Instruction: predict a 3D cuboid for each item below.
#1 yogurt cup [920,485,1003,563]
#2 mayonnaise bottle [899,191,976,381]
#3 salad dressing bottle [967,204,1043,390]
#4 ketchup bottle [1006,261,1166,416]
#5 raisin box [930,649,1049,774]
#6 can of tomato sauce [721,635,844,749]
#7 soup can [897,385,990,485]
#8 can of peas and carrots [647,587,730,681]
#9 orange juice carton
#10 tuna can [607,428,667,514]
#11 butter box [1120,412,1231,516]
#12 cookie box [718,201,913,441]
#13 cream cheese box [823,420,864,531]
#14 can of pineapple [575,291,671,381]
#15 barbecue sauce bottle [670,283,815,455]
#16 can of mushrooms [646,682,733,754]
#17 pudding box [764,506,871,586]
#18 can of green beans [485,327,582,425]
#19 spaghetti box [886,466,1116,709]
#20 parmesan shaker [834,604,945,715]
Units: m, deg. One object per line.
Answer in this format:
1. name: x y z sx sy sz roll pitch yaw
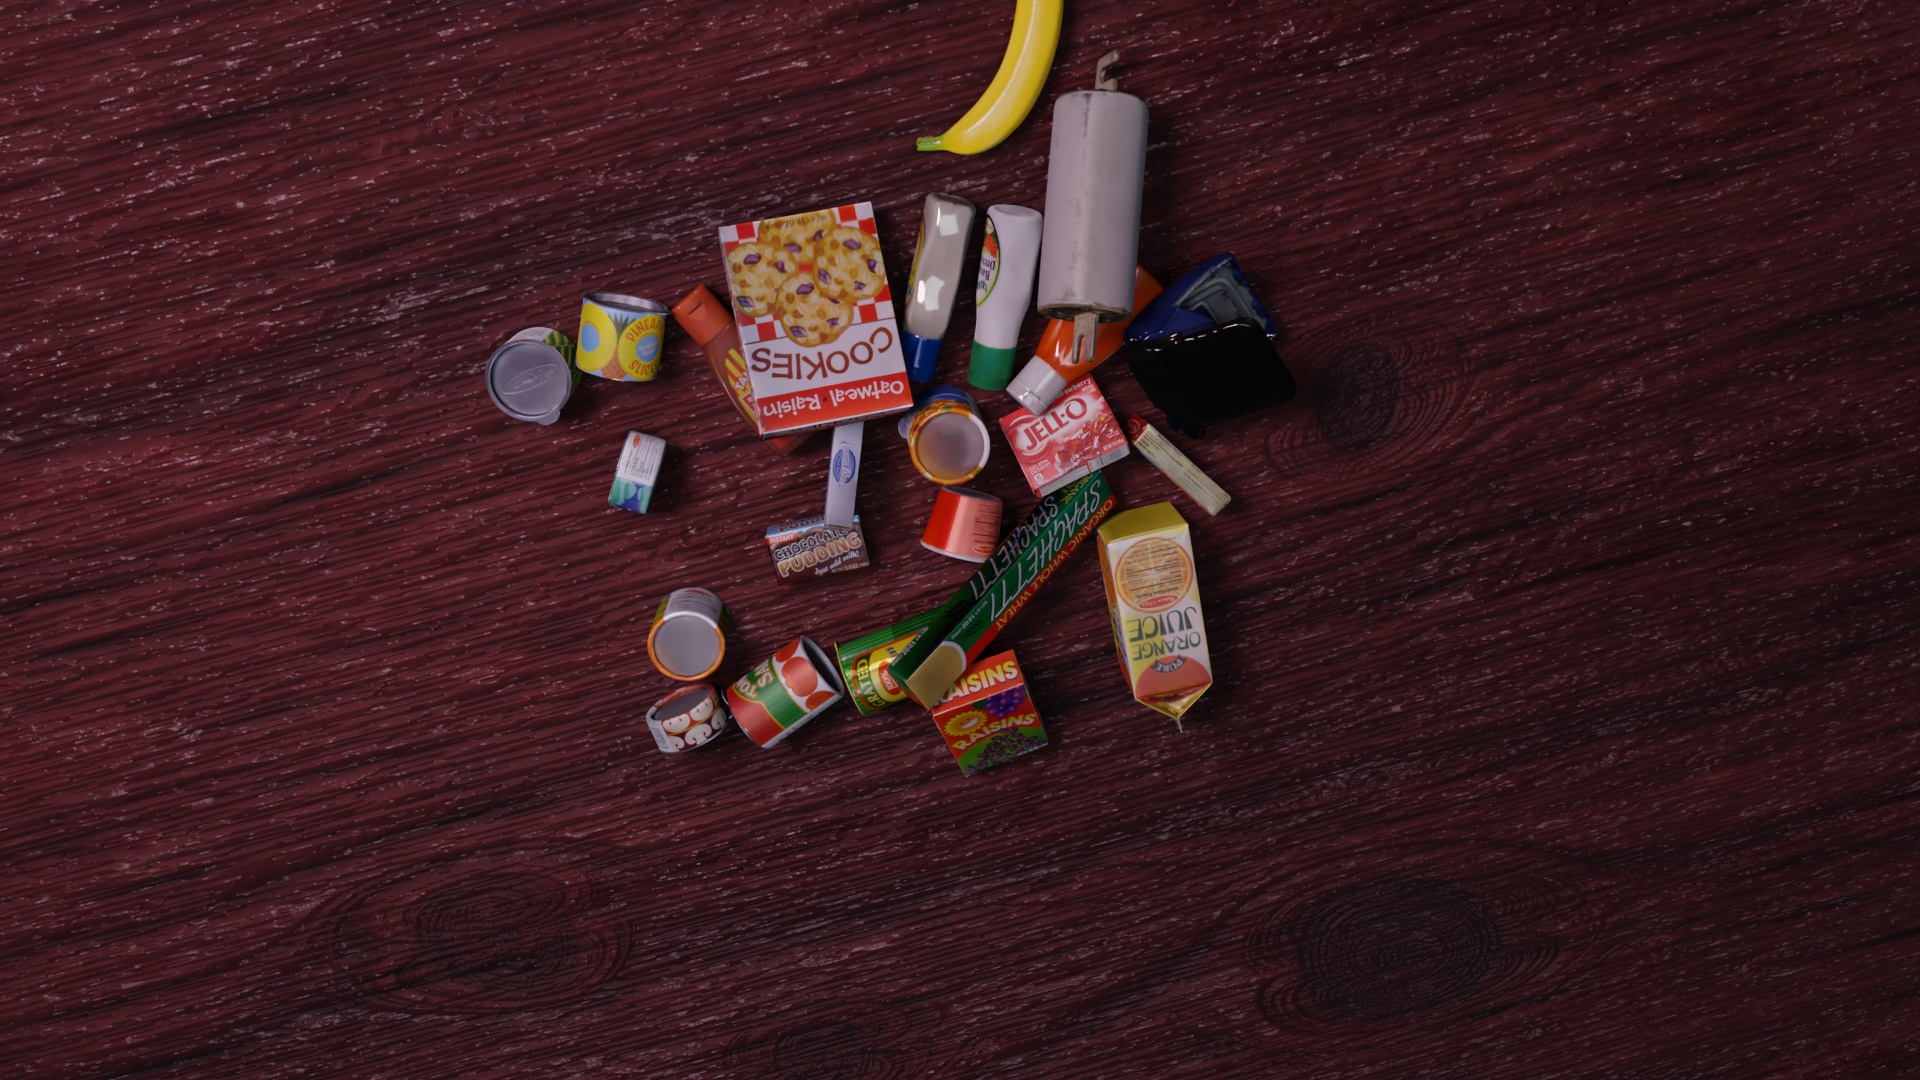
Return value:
1. yogurt cup: 0.004 -0.015 1.188 0.072 0.072 0.054 12 98 -9
2. mayonnaise bottle: -0.023 -0.204 1.126 0.041 0.065 0.147 11 110 -10
3. salad dressing bottle: 0.034 -0.197 1.135 0.044 0.064 0.147 1 116 -16
4. ketchup bottle: 0.099 -0.169 1.147 0.064 0.043 0.149 41 92 -13
5. raisin box: 0.024 0.152 1.223 0.086 0.040 0.123 -20 145 2
6. can of tomato sauce: -0.155 0.131 1.216 0.083 0.071 0.071 -36 108 5
7. soup can: -0.015 -0.087 1.151 0.071 0.084 0.071 -2 108 -5
8. can of peas and carrots: -0.233 0.083 1.197 0.071 0.059 0.070 -2 108 -5
9. orange juice carton: 0.173 0.071 1.227 0.073 0.072 0.192 -13 108 -1
10. tuna can: -0.267 -0.055 1.147 0.033 0.071 0.071 16 106 -11
11. butter box: 0.184 -0.065 1.194 0.103 0.053 0.024 39 98 -16
12. cookie box: -0.115 -0.173 1.104 0.123 0.040 0.167 -12 89 -10
13. cream cheese box: -0.097 -0.060 1.152 0.024 0.053 0.104 6 87 -8
14. can of pineapple: -0.269 -0.163 1.109 0.071 0.071 0.057 9 108 -9
15. barbecue sauce bottle: -0.174 -0.142 1.138 0.065 0.044 0.148 -40 107 2
16. can of mushrooms: -0.237 0.154 1.216 0.071 0.071 0.033 -21 108 2
17. pudding box: -0.122 0.004 1.198 0.084 0.030 0.049 -12 108 -2
18. can of green beans: -0.342 -0.134 1.116 0.071 0.058 0.071 -2 108 -5
19. spaghetti box: 0.038 0.034 1.170 0.250 0.029 0.050 -47 139 -12
20. parmesan shaker: -0.050 0.102 1.217 0.103 0.071 0.071 -22 109 2
